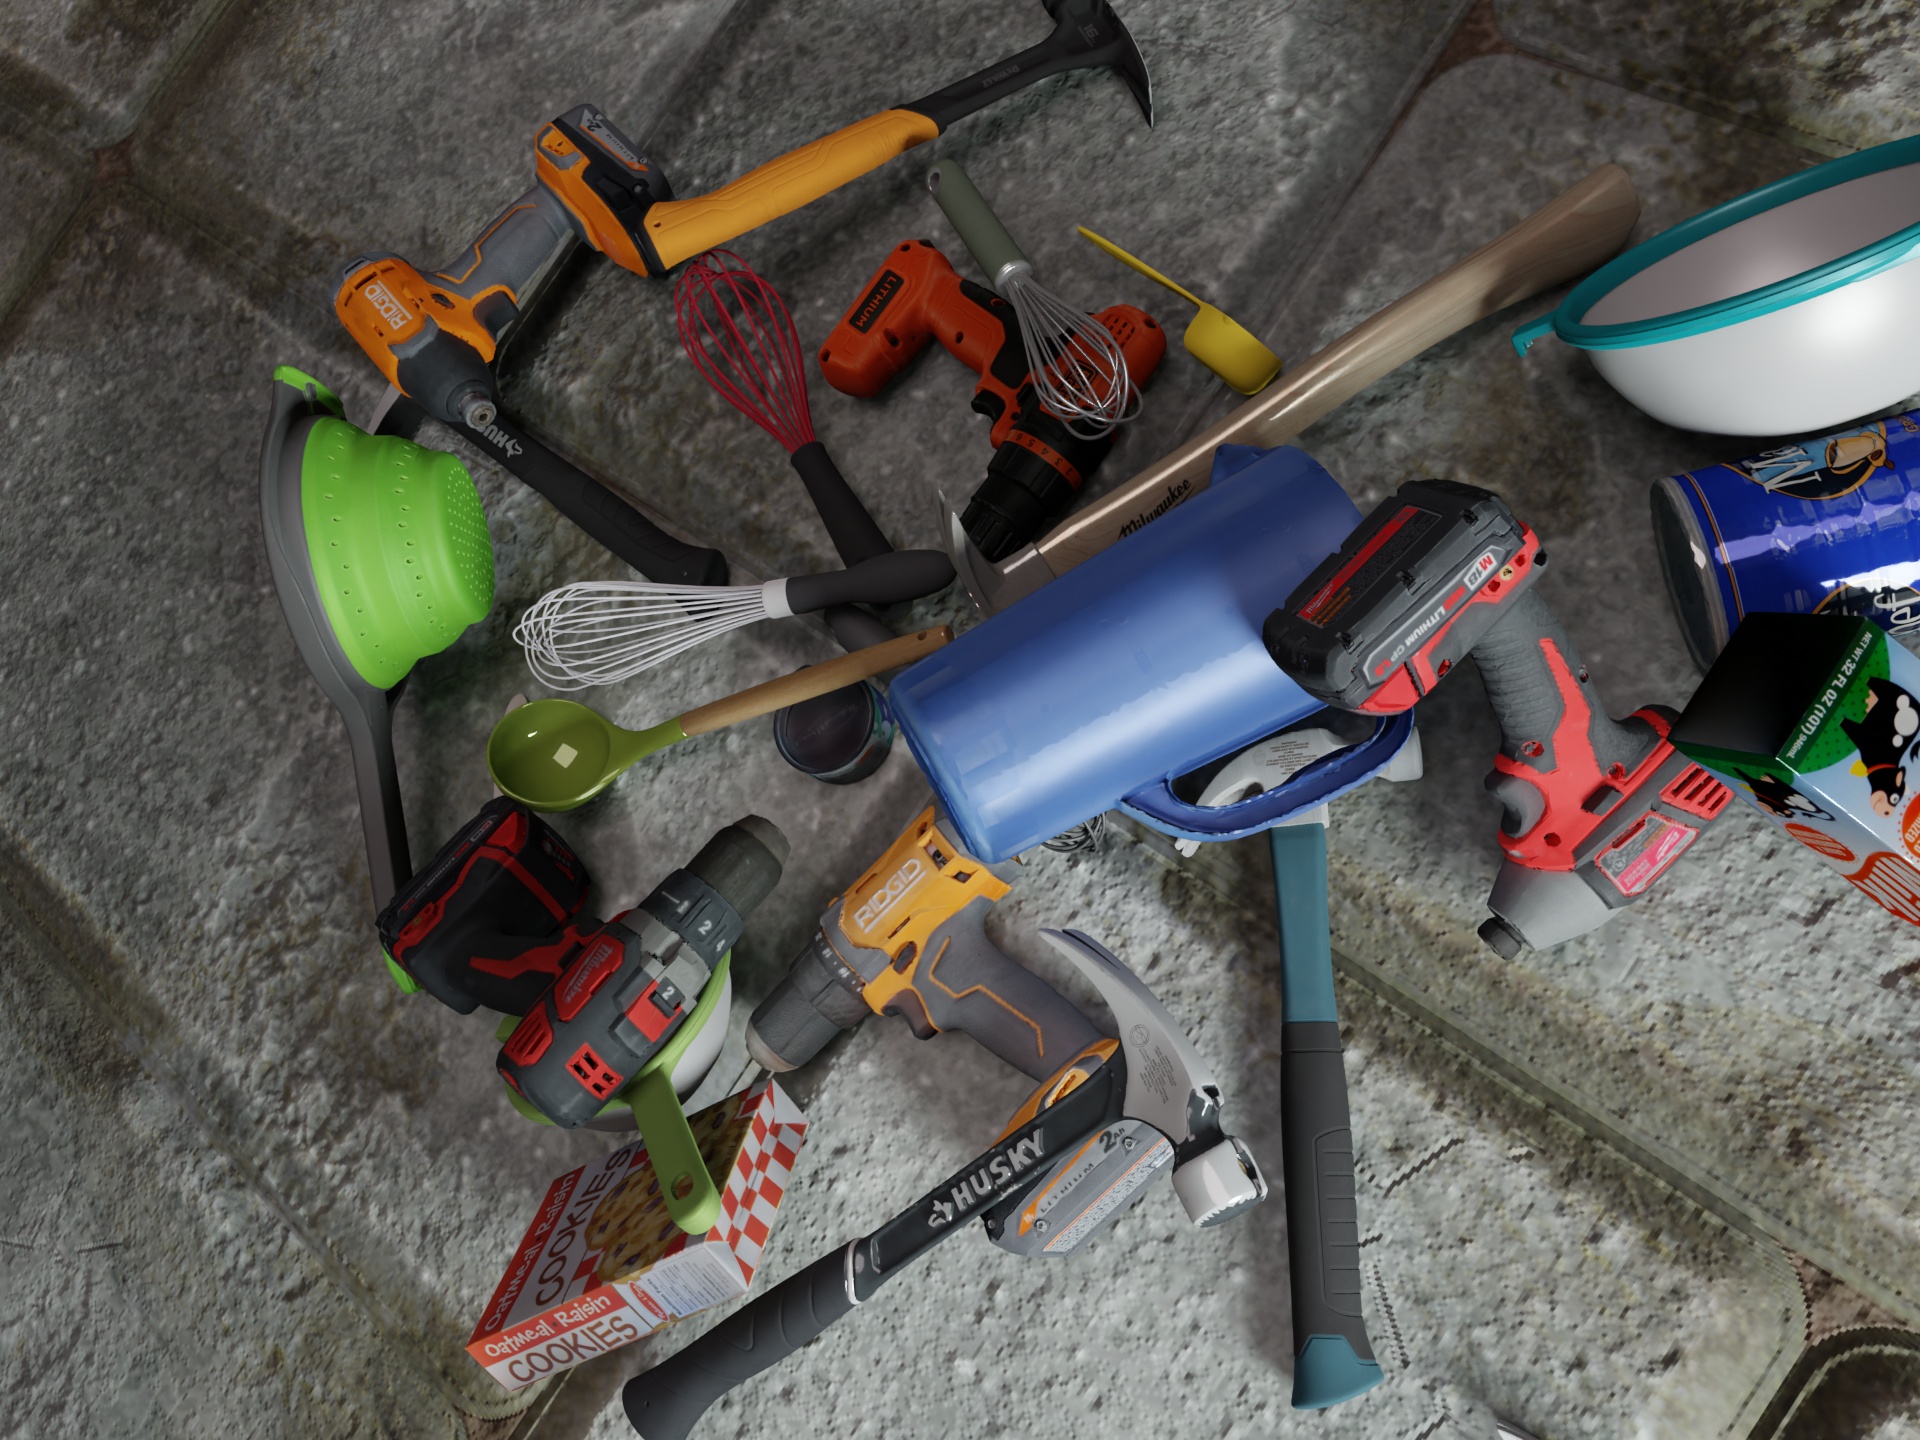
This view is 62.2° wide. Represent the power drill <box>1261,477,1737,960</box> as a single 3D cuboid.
[{"bbox_3d":[0.250,0.007,0.735,0.143,0.219,0.079,-45,18,3],"label":"power drill"}]

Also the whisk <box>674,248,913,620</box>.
[{"bbox_3d":[-0.105,-0.183,1.002,0.073,0.073,0.296,-33,71,9],"label":"whisk"}]

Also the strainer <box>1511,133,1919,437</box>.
[{"bbox_3d":[0.416,-0.178,0.696,0.211,0.340,0.095,-29,108,-4],"label":"strainer"}]

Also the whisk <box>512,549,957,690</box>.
[{"bbox_3d":[-0.137,-0.068,0.955,0.284,0.070,0.070,-8,71,15],"label":"whisk"}]

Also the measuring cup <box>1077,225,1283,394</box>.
[{"bbox_3d":[0.119,-0.240,0.927,0.157,0.062,0.029,41,103,23],"label":"measuring cup"}]

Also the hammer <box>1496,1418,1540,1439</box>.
[{"bbox_3d":[0.139,0.471,0.713,0.405,0.035,0.144,-36,65,8],"label":"hammer"}]

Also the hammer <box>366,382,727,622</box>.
[{"bbox_3d":[-0.279,-0.160,1.076,0.335,0.035,0.146,36,88,26],"label":"hammer"}]

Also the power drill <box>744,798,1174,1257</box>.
[{"bbox_3d":[-0.003,0.175,0.840,0.185,0.084,0.226,-45,60,6],"label":"power drill"}]

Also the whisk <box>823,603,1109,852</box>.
[{"bbox_3d":[-0.002,-0.003,0.912,0.239,0.055,0.055,40,91,30],"label":"whisk"}]

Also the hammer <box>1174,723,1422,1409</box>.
[{"bbox_3d":[0.177,0.165,0.795,0.128,0.033,0.331,-6,72,19],"label":"hammer"}]

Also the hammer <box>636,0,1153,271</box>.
[{"bbox_3d":[-0.046,-0.365,1.010,0.337,0.034,0.127,-25,66,-1],"label":"hammer"}]

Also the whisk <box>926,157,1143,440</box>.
[{"bbox_3d":[0.035,-0.250,0.917,0.247,0.059,0.057,62,144,33],"label":"whisk"}]

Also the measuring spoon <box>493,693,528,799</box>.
[{"bbox_3d":[-0.290,0.041,1.032,0.034,0.018,0.124,-9,64,19],"label":"measuring spoon"}]

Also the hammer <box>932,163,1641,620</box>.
[{"bbox_3d":[0.178,-0.177,0.855,0.410,0.146,0.038,-34,45,4],"label":"hammer"}]

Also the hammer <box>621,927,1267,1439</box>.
[{"bbox_3d":[-0.040,0.256,0.779,0.409,0.036,0.149,-41,59,27],"label":"hammer"}]

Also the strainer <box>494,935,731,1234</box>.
[{"bbox_3d":[-0.158,0.199,0.858,0.151,0.069,0.257,-38,33,-4],"label":"strainer"}]

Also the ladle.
[{"bbox_3d":[-0.148,-0.010,0.937,0.320,0.062,0.078,-17,53,27],"label":"ladle"}]

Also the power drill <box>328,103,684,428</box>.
[{"bbox_3d":[-0.297,-0.300,1.079,0.226,0.084,0.164,-39,64,-8],"label":"power drill"}]

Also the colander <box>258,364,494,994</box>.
[{"bbox_3d":[-0.343,-0.030,1.010,0.094,0.204,0.397,-10,88,-1],"label":"colander"}]

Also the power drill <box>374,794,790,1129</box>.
[{"bbox_3d":[-0.210,0.110,0.889,0.227,0.080,0.188,16,58,49],"label":"power drill"}]
